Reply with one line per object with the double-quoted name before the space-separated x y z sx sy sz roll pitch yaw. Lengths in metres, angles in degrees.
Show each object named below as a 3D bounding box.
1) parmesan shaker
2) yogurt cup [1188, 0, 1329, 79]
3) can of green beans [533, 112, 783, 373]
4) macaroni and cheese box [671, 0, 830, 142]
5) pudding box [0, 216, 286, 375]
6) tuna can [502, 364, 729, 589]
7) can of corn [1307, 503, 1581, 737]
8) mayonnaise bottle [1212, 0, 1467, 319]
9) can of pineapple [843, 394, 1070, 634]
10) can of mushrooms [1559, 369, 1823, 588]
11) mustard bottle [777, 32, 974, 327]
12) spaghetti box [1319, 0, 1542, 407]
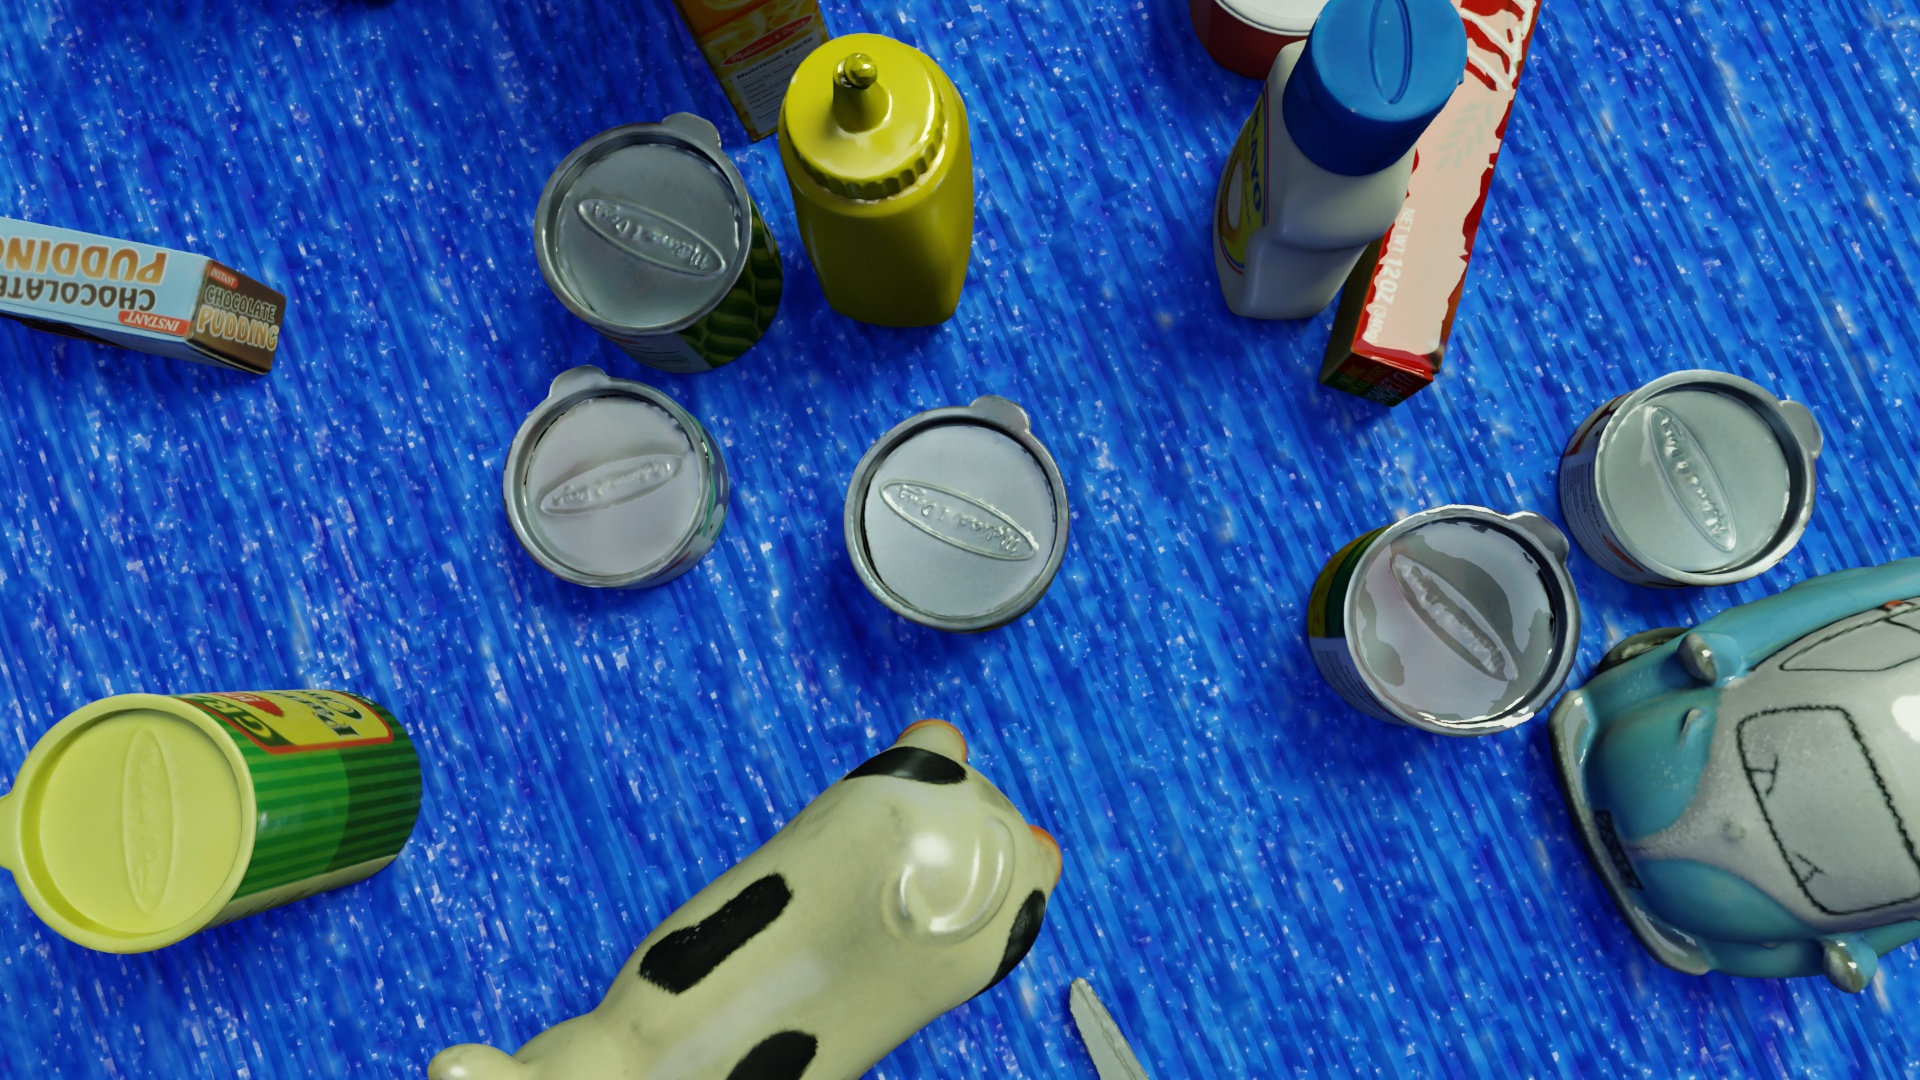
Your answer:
"parmesan shaker" -0.214 0.077 0.408 0.071 0.103 0.071 0 85 2
"yogurt cup" 0.104 -0.184 0.445 0.072 0.054 0.072 0 85 2
"can of green beans" -0.093 -0.091 0.442 0.071 0.058 0.071 0 85 2
"macaroni and cheese box" -0.088 -0.204 0.398 0.040 0.166 0.124 -29 84 0
"pudding box" -0.274 -0.079 0.452 0.084 0.049 0.030 11 86 3
"tuna can" -0.110 -0.019 0.448 0.071 0.033 0.071 0 85 2
"can of corn" 0.145 0.023 0.421 0.071 0.058 0.071 0 85 2
"mayonnaise bottle" 0.101 -0.108 0.390 0.041 0.148 0.065 0 85 3
"can of pineapple" 0.002 -0.005 0.430 0.071 0.058 0.071 0 85 2
"can of mushrooms" 0.228 -0.019 0.434 0.071 0.033 0.071 0 85 2
"mustard bottle" -0.022 -0.104 0.389 0.049 0.160 0.065 4 85 3
"spaghetti box" 0.165 -0.167 0.443 0.029 0.050 0.250 17 85 4
